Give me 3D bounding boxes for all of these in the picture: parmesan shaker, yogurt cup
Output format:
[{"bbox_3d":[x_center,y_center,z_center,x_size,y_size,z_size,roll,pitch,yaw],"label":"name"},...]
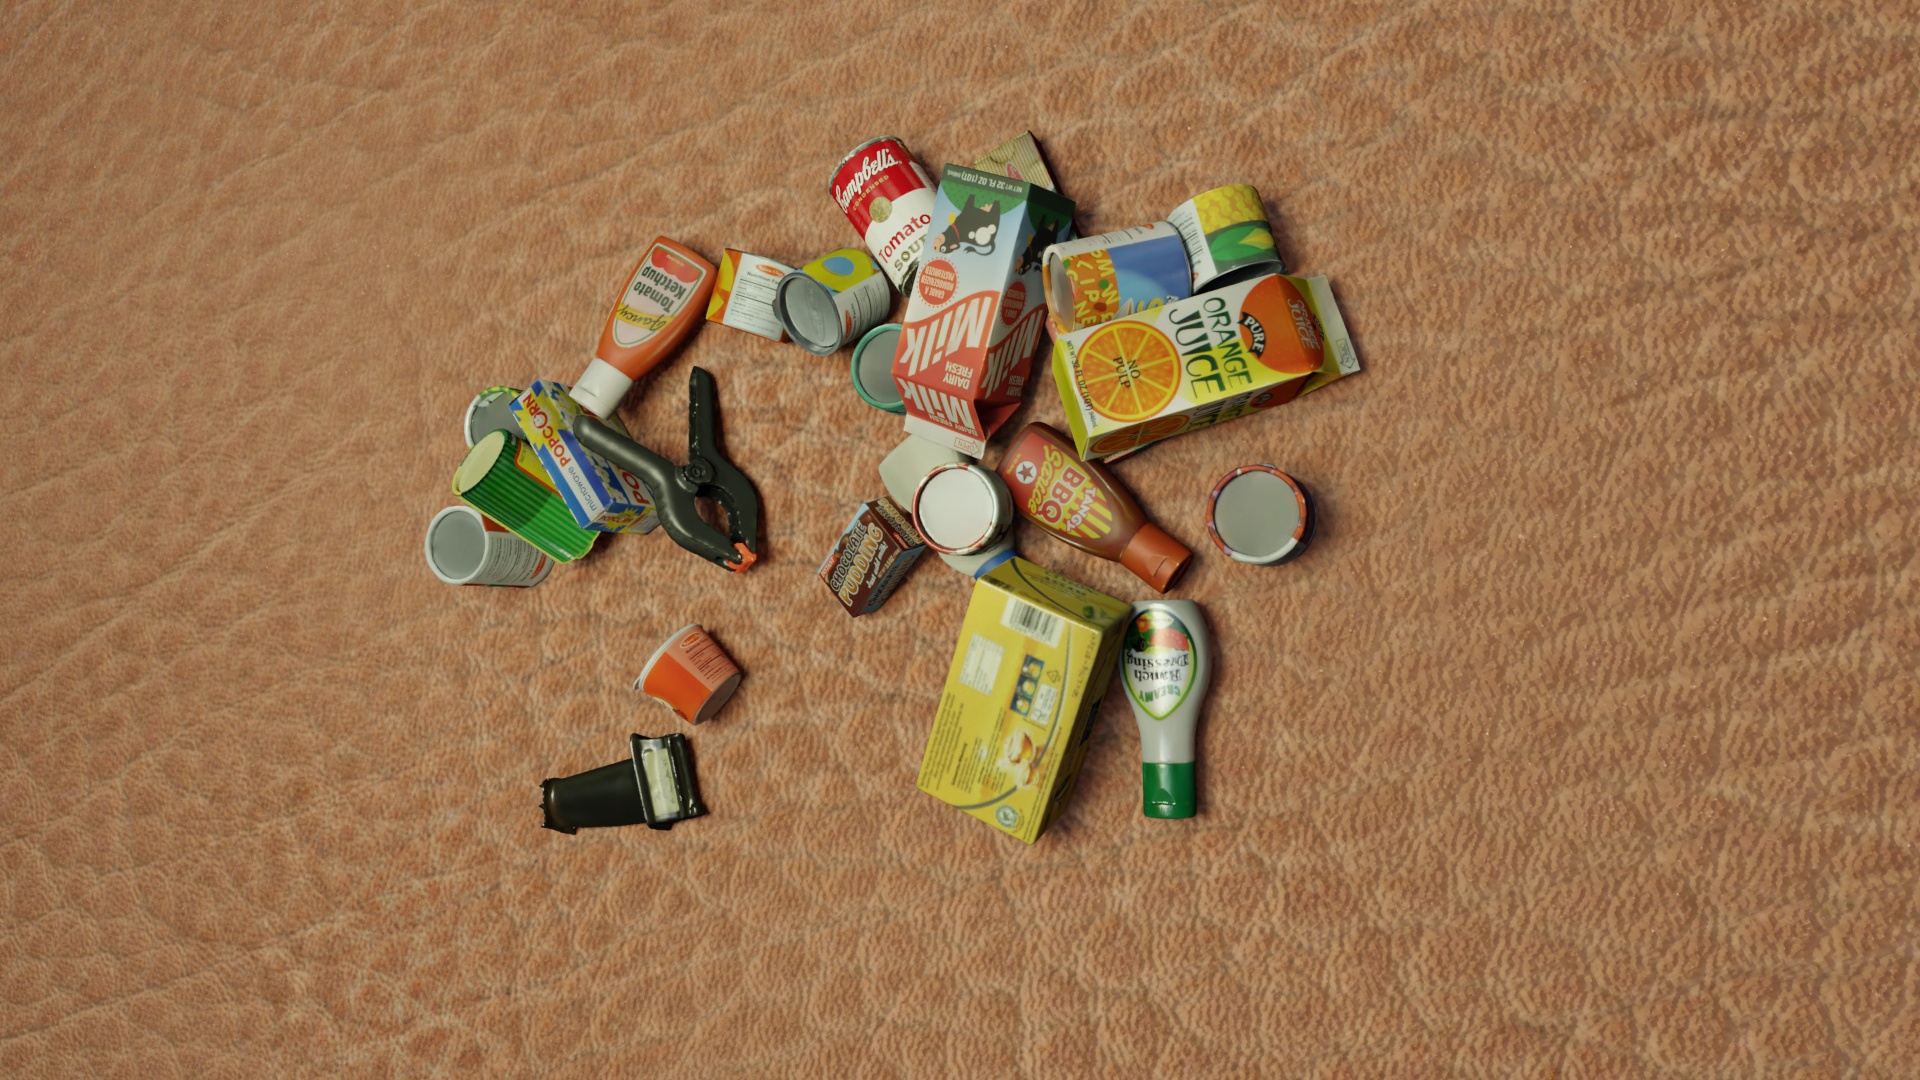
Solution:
[{"bbox_3d":[-0.341,-0.034,1.105,0.071,0.103,0.072,-27,42,28],"label":"parmesan shaker"},{"bbox_3d":[-0.207,0.106,1.078,0.054,0.072,0.072,40,101,10],"label":"yogurt cup"}]

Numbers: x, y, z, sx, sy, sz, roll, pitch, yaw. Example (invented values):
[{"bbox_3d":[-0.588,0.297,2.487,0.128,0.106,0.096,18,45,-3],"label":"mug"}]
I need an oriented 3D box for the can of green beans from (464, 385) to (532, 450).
[{"bbox_3d":[-0.367,-0.093,1.155,0.071,0.058,0.071,-1,87,21],"label":"can of green beans"}]

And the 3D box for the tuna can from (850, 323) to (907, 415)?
[{"bbox_3d":[-0.049,-0.130,1.046,0.071,0.033,0.071,-1,87,21],"label":"tuna can"}]

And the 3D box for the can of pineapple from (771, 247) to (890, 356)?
[{"bbox_3d":[-0.096,-0.180,1.040,0.071,0.058,0.070,25,134,29],"label":"can of pineapple"}]

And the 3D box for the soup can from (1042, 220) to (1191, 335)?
[{"bbox_3d":[0.106,-0.174,0.943,0.084,0.071,0.071,-14,81,-11],"label":"soup can"}]

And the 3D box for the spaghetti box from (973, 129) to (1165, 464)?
[{"bbox_3d":[0.079,-0.174,1.000,0.050,0.029,0.250,-26,78,18],"label":"spaghetti box"}]

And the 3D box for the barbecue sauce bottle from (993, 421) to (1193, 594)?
[{"bbox_3d":[0.094,-0.020,0.977,0.149,0.044,0.064,37,107,19],"label":"barbecue sauce bottle"}]

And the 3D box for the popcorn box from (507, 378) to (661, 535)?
[{"bbox_3d":[-0.294,-0.065,1.109,0.038,0.085,0.127,-39,74,16],"label":"popcorn box"}]

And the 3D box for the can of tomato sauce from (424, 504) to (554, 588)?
[{"bbox_3d":[-0.388,0.005,1.143,0.071,0.083,0.071,-1,86,22],"label":"can of tomato sauce"}]

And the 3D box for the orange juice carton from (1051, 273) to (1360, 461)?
[{"bbox_3d":[0.163,-0.119,0.924,0.193,0.073,0.072,-16,80,-1],"label":"orange juice carton"}]

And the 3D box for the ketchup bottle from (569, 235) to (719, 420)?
[{"bbox_3d":[-0.253,-0.166,1.103,0.065,0.043,0.149,31,83,10],"label":"ketchup bottle"}]

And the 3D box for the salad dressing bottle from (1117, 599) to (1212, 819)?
[{"bbox_3d":[0.141,0.114,0.950,0.064,0.044,0.147,-4,86,24],"label":"salad dressing bottle"}]

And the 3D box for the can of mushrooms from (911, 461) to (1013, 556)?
[{"bbox_3d":[-0.001,-0.021,0.975,0.071,0.033,0.071,0,89,20],"label":"can of mushrooms"}]

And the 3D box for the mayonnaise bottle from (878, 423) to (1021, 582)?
[{"bbox_3d":[0.004,-0.013,1.014,0.064,0.041,0.148,-40,75,18],"label":"mayonnaise bottle"}]

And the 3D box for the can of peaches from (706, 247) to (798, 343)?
[{"bbox_3d":[-0.158,-0.189,1.076,0.071,0.071,0.058,18,94,21],"label":"can of peaches"}]

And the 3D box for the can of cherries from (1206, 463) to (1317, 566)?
[{"bbox_3d":[0.200,-0.018,0.927,0.071,0.058,0.071,-1,87,21],"label":"can of cherries"}]

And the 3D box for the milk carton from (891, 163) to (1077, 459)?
[{"bbox_3d":[0.011,-0.158,0.976,0.072,0.073,0.190,22,102,28],"label":"milk carton"}]

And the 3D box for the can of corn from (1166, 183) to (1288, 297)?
[{"bbox_3d":[0.182,-0.201,0.943,0.071,0.071,0.058,-20,80,19],"label":"can of corn"}]

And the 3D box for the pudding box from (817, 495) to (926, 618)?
[{"bbox_3d":[-0.066,0.012,1.029,0.050,0.030,0.083,51,129,17],"label":"pudding box"}]
